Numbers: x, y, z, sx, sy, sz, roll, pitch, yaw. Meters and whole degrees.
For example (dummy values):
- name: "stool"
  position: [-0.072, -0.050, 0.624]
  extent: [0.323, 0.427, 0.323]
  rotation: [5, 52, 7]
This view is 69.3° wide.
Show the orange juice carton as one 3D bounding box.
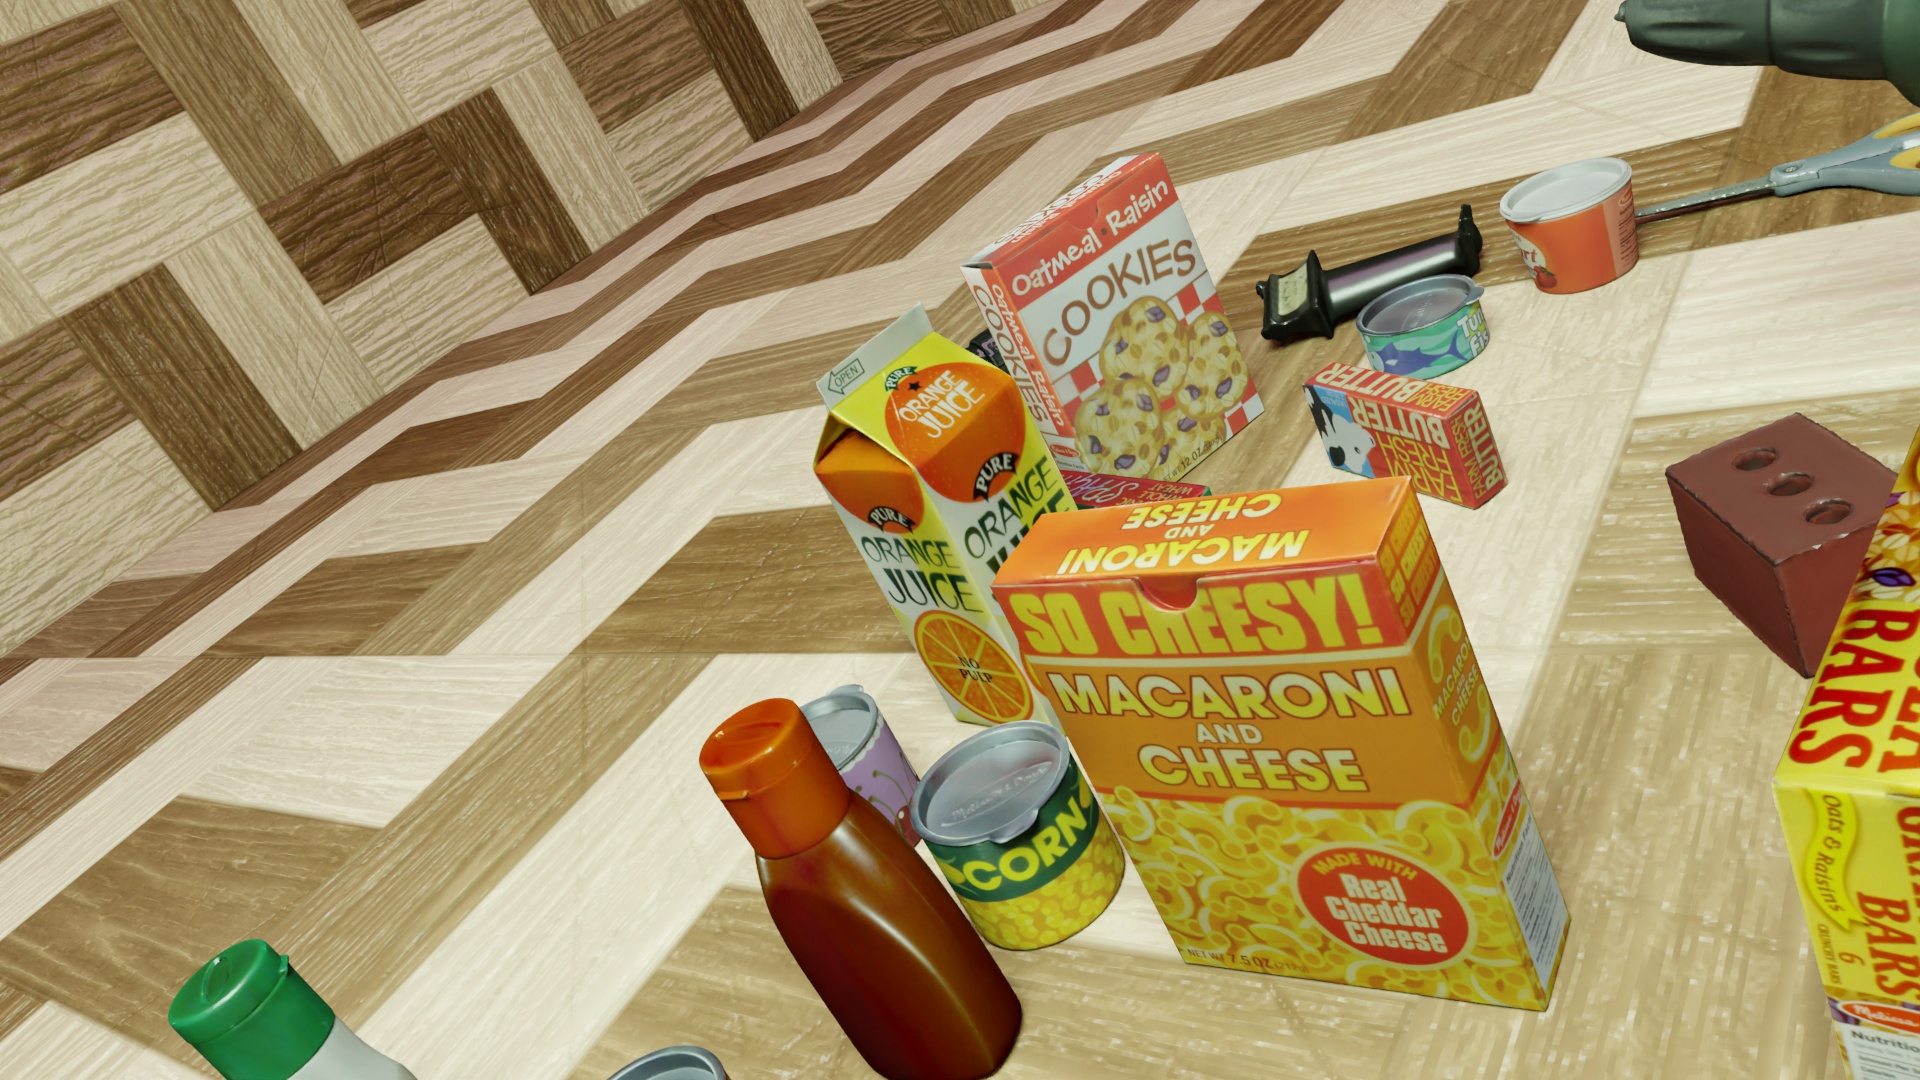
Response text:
- name: "orange juice carton"
  position: [0.002, -0.008, 0.626]
  extent: [0.073, 0.192, 0.072]
  rotation: [2, 38, 48]

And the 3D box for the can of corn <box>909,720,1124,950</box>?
- name: "can of corn"
  position: [0.023, 0.114, 0.530]
  extent: [0.071, 0.058, 0.071]
  rotation: [-23, 25, 11]

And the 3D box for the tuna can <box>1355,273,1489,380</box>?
- name: "tuna can"
  position: [0.259, -0.118, 0.771]
  extent: [0.071, 0.032, 0.071]
  rotation: [-23, 25, 11]

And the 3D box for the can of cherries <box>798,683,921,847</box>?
- name: "can of cherries"
  position: [-0.052, 0.108, 0.617]
  extent: [0.071, 0.058, 0.072]
  rotation: [-23, 25, 11]

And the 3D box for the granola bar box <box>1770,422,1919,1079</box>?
- name: "granola bar box"
  position: [0.254, 0.049, 0.340]
  extent: [0.039, 0.123, 0.166]
  rotation: [1, 37, 47]

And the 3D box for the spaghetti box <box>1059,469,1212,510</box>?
- name: "spaghetti box"
  position: [0.049, -0.013, 0.760]
  extent: [0.029, 0.050, 0.250]
  rotation: [-40, 27, -25]

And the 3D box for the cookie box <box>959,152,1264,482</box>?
- name: "cookie box"
  position: [0.088, -0.110, 0.768]
  extent: [0.123, 0.167, 0.040]
  rotation: [-37, 26, -20]

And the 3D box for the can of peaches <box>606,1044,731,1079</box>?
- name: "can of peaches"
  position: [-0.093, 0.213, 0.455]
  extent: [0.071, 0.058, 0.071]
  rotation: [-23, 25, 11]

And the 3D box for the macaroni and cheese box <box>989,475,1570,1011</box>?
- name: "macaroni and cheese box"
  position: [0.097, 0.065, 0.419]
  extent: [0.123, 0.166, 0.040]
  rotation: [-6, 32, 40]

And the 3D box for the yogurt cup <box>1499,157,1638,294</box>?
- name: "yogurt cup"
  position: [0.340, -0.173, 0.769]
  extent: [0.072, 0.053, 0.073]
  rotation: [-23, 25, 11]

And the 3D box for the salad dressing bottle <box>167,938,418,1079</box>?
- name: "salad dressing bottle"
  position: [-0.216, 0.204, 0.491]
  extent: [0.044, 0.147, 0.064]
  rotation: [-34, 25, -13]

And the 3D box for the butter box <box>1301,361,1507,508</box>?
- name: "butter box"
  position: [0.211, -0.052, 0.667]
  extent: [0.024, 0.053, 0.103]
  rotation: [-34, 25, -13]

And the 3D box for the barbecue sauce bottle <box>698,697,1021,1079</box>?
- name: "barbecue sauce bottle"
  position: [-0.036, 0.120, 0.469]
  extent: [0.065, 0.148, 0.044]
  rotation: [-11, 29, 33]
